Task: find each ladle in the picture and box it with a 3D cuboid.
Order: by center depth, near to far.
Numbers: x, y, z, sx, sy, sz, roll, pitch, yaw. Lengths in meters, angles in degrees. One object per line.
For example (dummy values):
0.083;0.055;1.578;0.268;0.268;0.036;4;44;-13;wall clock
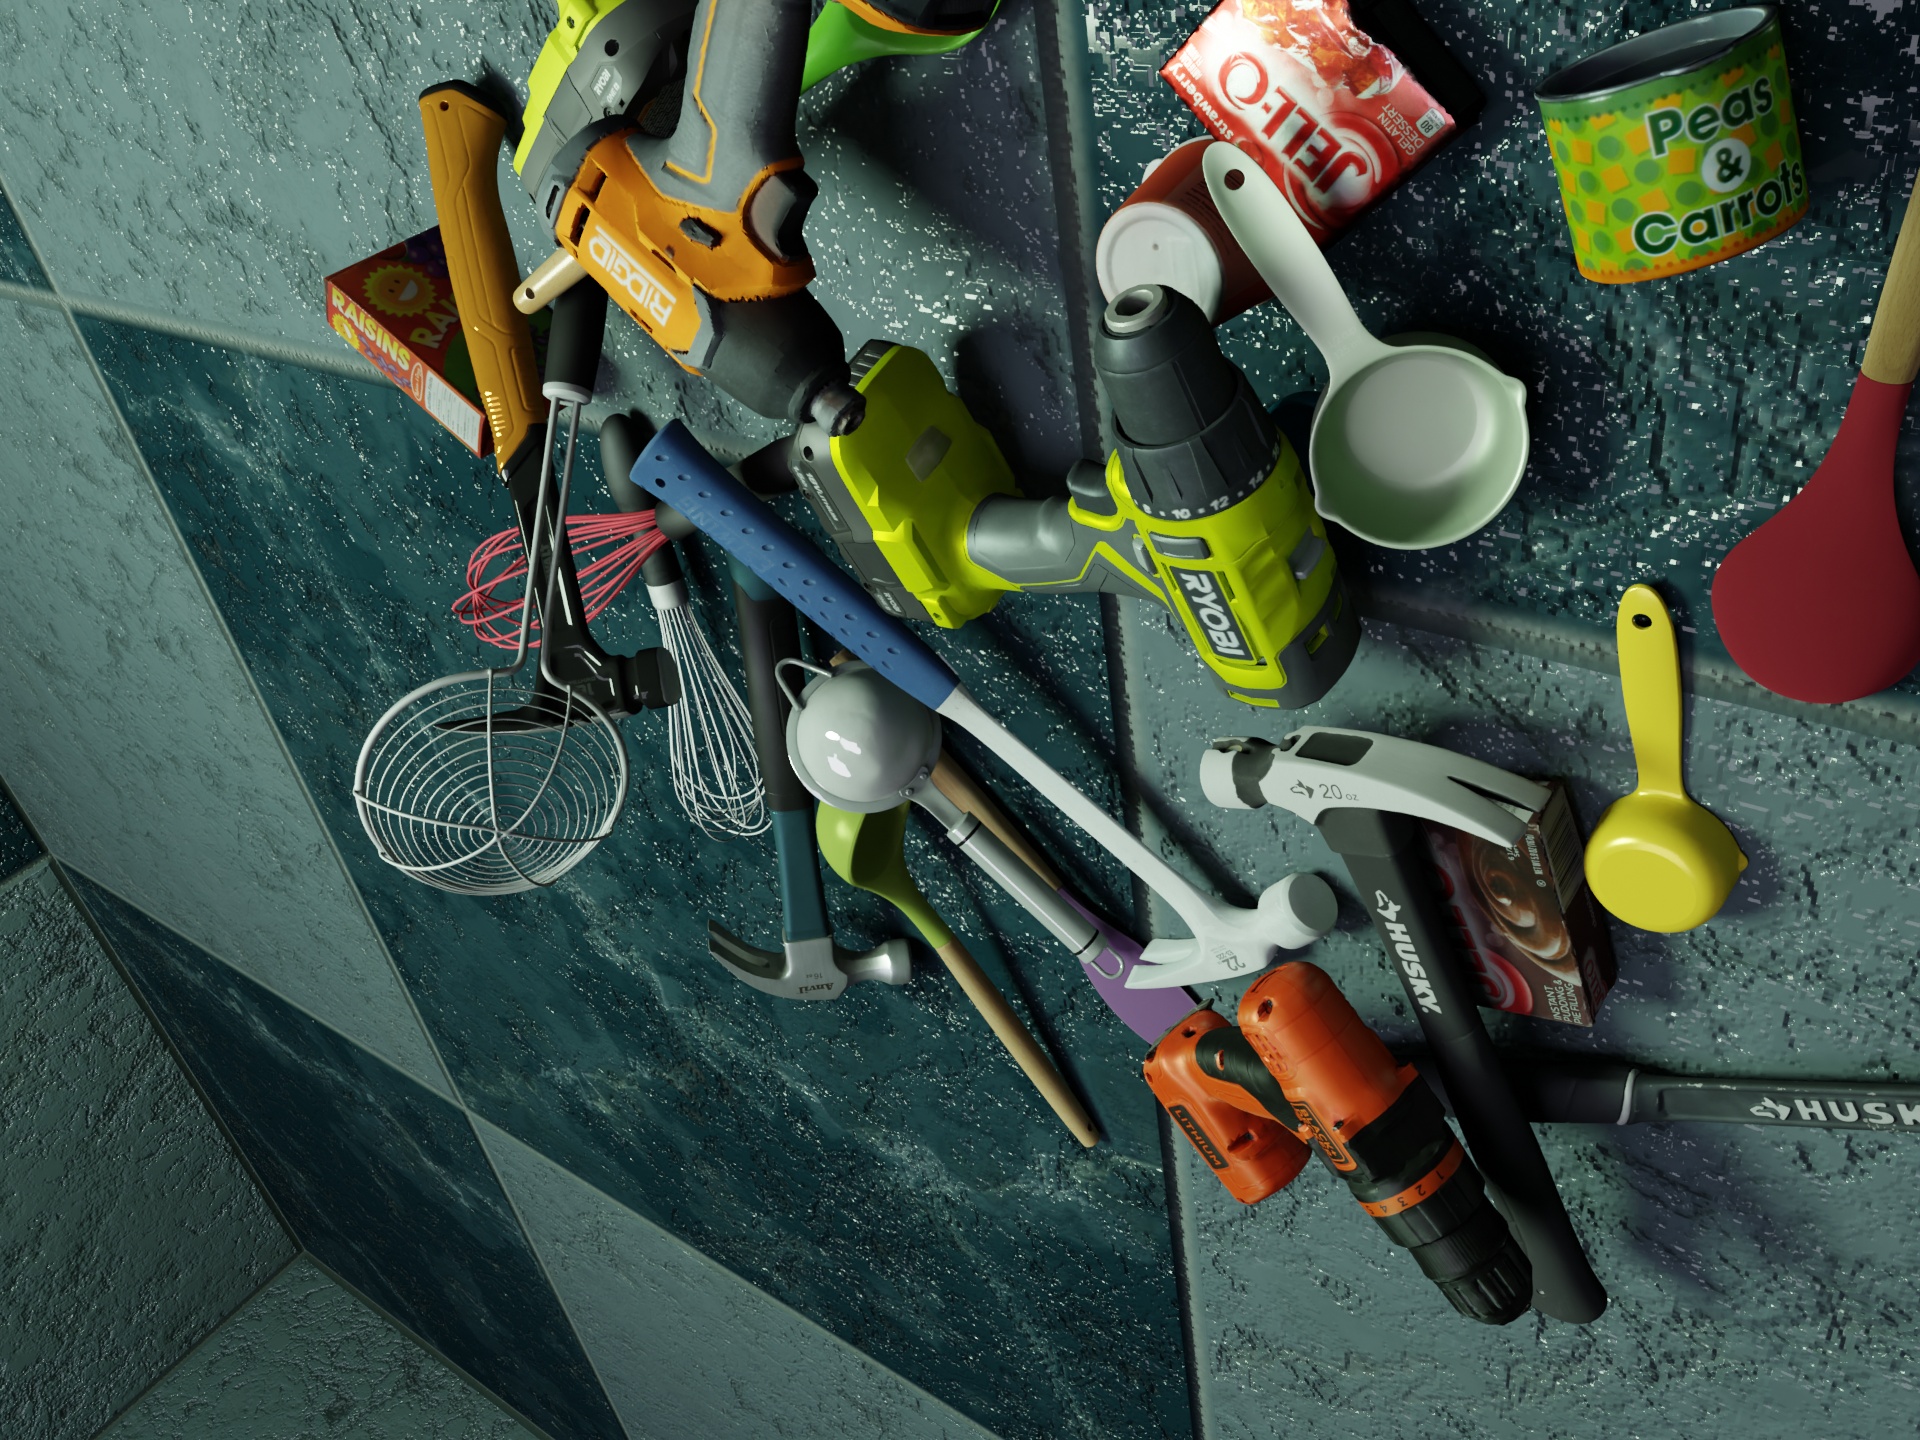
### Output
0.286;-0.127;0.474;0.069;0.031;0.315;22;135;30;ladle
0.012;0.152;0.971;0.062;0.078;0.320;-12;122;42;ladle

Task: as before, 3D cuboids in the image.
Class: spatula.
0.035;0.080;0.911;0.316;0.018;0.059;48;138;-3;spatula

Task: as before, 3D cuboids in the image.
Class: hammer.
0.312;0.164;0.704;0.409;0.036;0.149;-12;113;49;hammer
0.228;0.146;0.707;0.146;0.035;0.334;1;126;50;hammer
-0.001;-0.003;0.812;0.405;0.035;0.144;40;144;-5;hammer
-0.239;-0.160;0.828;0.127;0.034;0.337;-11;92;5;hammer
-0.102;0.038;0.959;0.033;0.128;0.330;-107;12;-57;hammer

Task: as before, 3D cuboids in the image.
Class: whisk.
-0.173;-0.102;0.870;0.296;0.073;0.073;-19;110;31;whisk
-0.167;-0.049;0.963;0.070;0.070;0.284;11;125;38;whisk

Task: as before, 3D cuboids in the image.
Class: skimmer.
-0.211;-0.096;0.789;0.127;0.363;0.090;11;167;-26;skimmer

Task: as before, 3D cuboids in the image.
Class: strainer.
-0.003;0.053;0.877;0.258;0.087;0.050;43;169;-5;strainer

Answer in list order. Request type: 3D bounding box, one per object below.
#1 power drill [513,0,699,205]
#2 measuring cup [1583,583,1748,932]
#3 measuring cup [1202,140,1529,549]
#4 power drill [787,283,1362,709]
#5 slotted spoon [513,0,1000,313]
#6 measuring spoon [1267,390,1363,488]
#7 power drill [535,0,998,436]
-0.205;-0.347;0.713;0.223;0.080;0.171;54;142;-3;power drill
0.267;0.020;0.619;0.062;0.029;0.156;8;130;40;measuring cup
0.139;-0.138;0.571;0.083;0.038;0.167;-32;105;25;measuring cup
0.040;-0.098;0.658;0.229;0.080;0.190;14;150;41;power drill
-0.096;-0.253;0.673;0.314;0.031;0.070;-24;103;36;slotted spoon
0.131;-0.096;0.665;0.042;0.021;0.128;38;151;4;measuring spoon
-0.063;-0.225;0.597;0.164;0.084;0.226;45;131;11;power drill
